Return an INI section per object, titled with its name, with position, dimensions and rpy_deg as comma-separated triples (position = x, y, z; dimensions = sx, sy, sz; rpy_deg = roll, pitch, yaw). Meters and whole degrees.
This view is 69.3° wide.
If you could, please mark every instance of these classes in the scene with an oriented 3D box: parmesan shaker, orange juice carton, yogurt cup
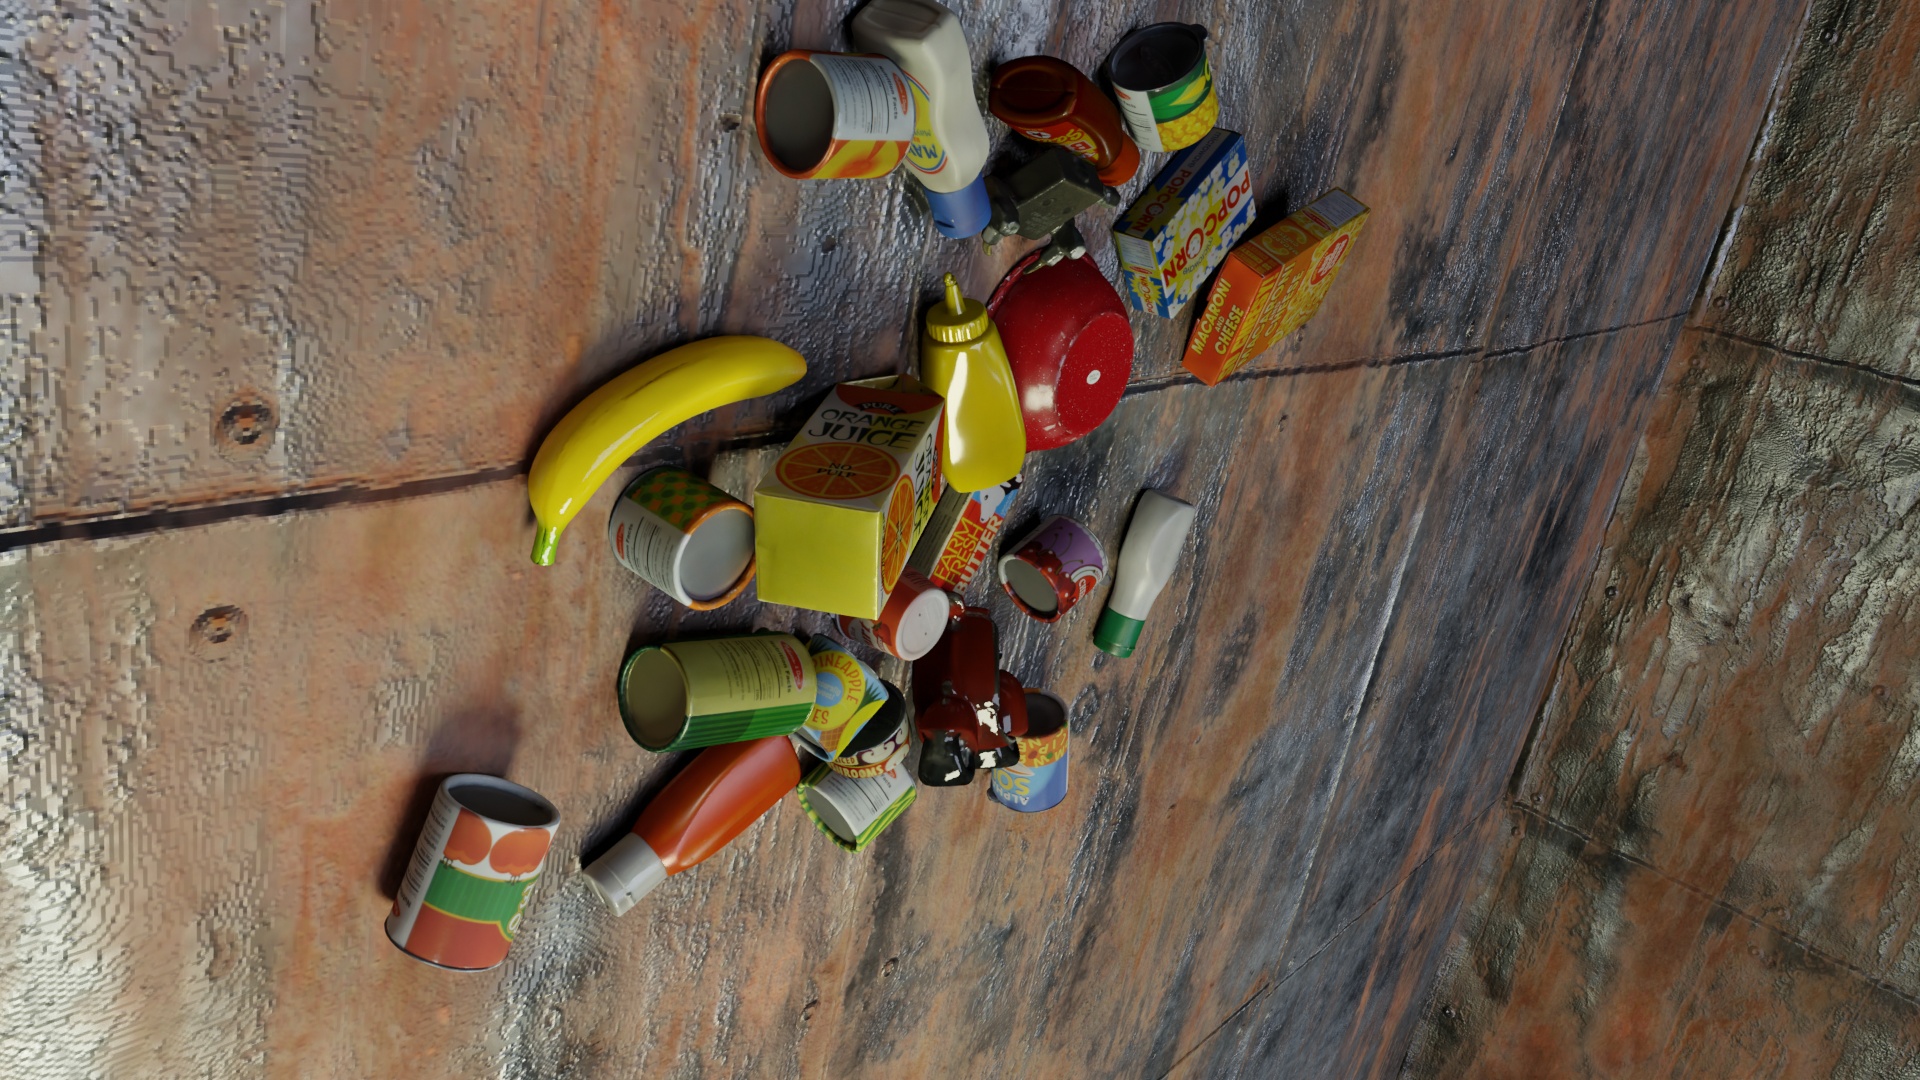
[parmesan shaker]
position = -0.147, 0.088, 0.839
dimensions = 0.103, 0.071, 0.071
rpy_deg = 1, 111, -52
[orange juice carton]
position = -0.057, -0.037, 0.830
dimensions = 0.194, 0.073, 0.071
rpy_deg = -65, 161, -58
[yogurt cup]
position = -0.045, 0.047, 0.954
dimensions = 0.073, 0.054, 0.072
rpy_deg = -32, 135, -39

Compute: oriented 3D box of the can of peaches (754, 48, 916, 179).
[can of peaches]
position = -0.068, -0.225, 0.738
dimensions = 0.058, 0.071, 0.071
rpy_deg = -17, 125, -47

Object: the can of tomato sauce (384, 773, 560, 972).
[can of tomato sauce]
position = -0.259, 0.177, 0.744
dimensions = 0.071, 0.071, 0.083
rpy_deg = 16, 98, -55

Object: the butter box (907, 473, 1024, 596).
[butter box]
position = 0.004, -0.013, 1.005
dimensions = 0.053, 0.024, 0.103
rpy_deg = 30, 87, -55

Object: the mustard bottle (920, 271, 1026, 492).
[mustard bottle]
position = 0.005, -0.108, 0.915
dimensions = 0.065, 0.049, 0.159
rpy_deg = -18, 128, -11

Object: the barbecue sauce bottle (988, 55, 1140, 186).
[barbecue sauce bottle]
position = 0.076, -0.269, 0.904
dimensions = 0.148, 0.065, 0.043
rpy_deg = 7, 95, -63

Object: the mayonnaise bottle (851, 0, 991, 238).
[mayonnaise bottle]
position = -0.015, -0.240, 0.803
dimensions = 0.041, 0.065, 0.147
rpy_deg = -50, 147, -20

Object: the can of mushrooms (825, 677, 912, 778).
[can of mushrooms]
position = -0.069, 0.132, 0.965
dimensions = 0.071, 0.071, 0.033
rpy_deg = -41, 141, -29

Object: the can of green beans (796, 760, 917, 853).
[can of green beans]
position = -0.074, 0.180, 0.990
dimensions = 0.058, 0.071, 0.071
rpy_deg = -40, 139, -29

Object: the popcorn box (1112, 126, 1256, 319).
[popcorn box]
position = 0.175, -0.244, 1.067
dimensions = 0.127, 0.038, 0.085
rpy_deg = -50, 145, -19

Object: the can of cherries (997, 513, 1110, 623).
[can of cherries]
position = 0.073, 0.023, 1.079
dimensions = 0.059, 0.071, 0.071
rpy_deg = -39, 139, -31

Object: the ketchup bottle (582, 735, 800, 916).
[ketchup bottle]
position = -0.169, 0.175, 0.882
dimensions = 0.149, 0.043, 0.064
rpy_deg = -39, 138, -31

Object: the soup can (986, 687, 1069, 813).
[soup can]
position = 0.056, 0.176, 1.160
dimensions = 0.072, 0.071, 0.083
rpy_deg = -32, 134, -37

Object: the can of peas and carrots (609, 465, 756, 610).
[can of peas and carrots]
position = -0.150, -0.003, 0.778
dimensions = 0.071, 0.059, 0.070
rpy_deg = -32, 135, -38

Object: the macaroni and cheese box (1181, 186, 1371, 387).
[macaroni and cheese box]
position = 0.265, -0.215, 1.175
dimensions = 0.167, 0.040, 0.123
rpy_deg = -34, 155, -35

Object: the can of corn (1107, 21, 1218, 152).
[can of corn]
position = 0.142, -0.312, 0.954
dimensions = 0.071, 0.071, 0.058
rpy_deg = -53, 145, -15

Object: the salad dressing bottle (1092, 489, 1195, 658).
[salad dressing bottle]
position = 0.159, 0.030, 1.221
dimensions = 0.064, 0.044, 0.147
rpy_deg = 5, 109, -56

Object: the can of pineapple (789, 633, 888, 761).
[can of pineapple]
position = -0.090, 0.104, 0.918
dimensions = 0.058, 0.071, 0.070
rpy_deg = -49, 143, -20
